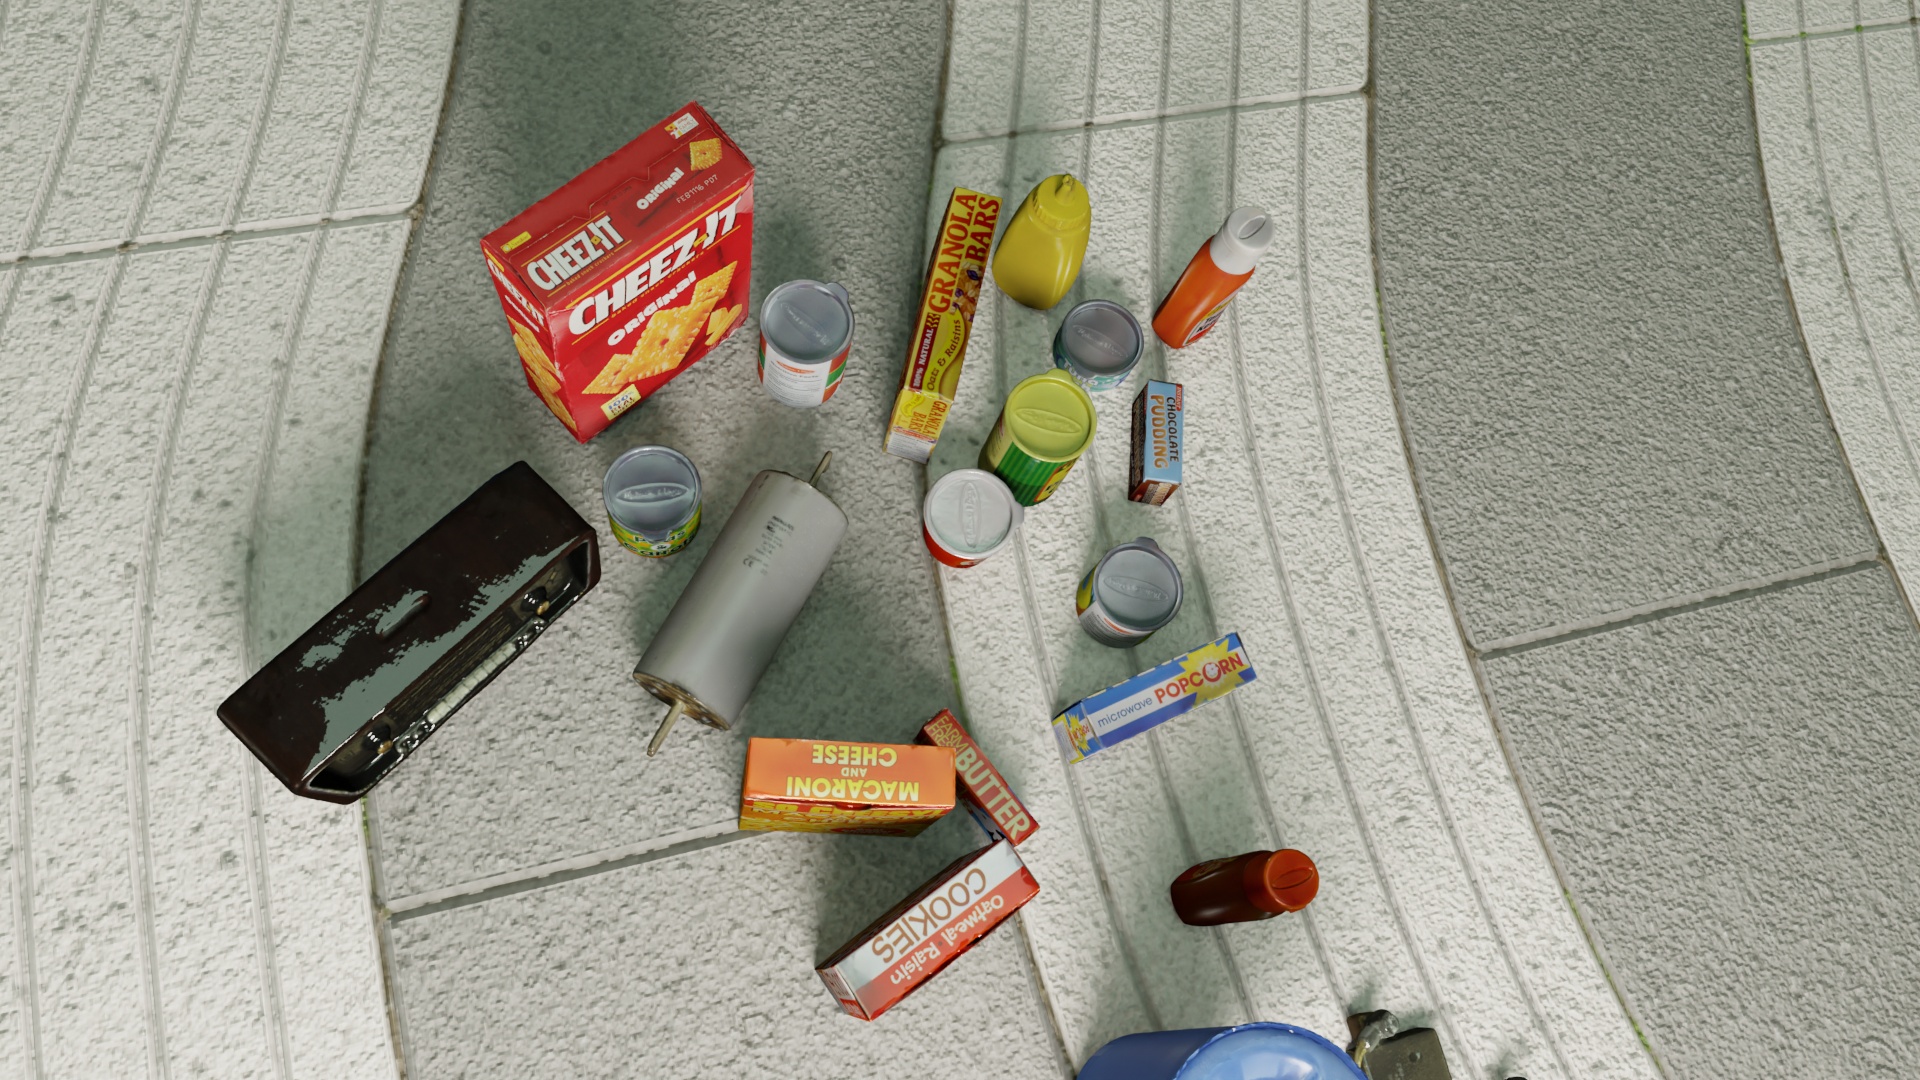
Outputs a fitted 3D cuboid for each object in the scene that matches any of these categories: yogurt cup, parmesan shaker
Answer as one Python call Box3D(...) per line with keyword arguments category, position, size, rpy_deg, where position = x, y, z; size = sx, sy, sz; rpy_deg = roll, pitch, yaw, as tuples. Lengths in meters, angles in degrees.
Box3D(category="yogurt cup", position=(0.004, -0.013, 1.006), size=(0.072, 0.053, 0.072), rpy_deg=(3, 72, -9))
Box3D(category="parmesan shaker", position=(0.055, -0.073, 1.008), size=(0.071, 0.102, 0.071), rpy_deg=(3, 72, -9))

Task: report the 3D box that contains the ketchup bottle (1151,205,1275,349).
Box3D(category="ketchup bottle", position=(0.193, -0.200, 1.050), size=(0.065, 0.148, 0.043), rpy_deg=(-41, 84, -19))

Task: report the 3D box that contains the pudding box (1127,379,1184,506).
Box3D(category="pudding box", position=(0.149, -0.074, 1.054), size=(0.030, 0.049, 0.084), rpy_deg=(7, 71, -8))

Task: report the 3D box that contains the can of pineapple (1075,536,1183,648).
Box3D(category="can of pineapple", position=(0.123, 0.039, 1.009), size=(0.071, 0.057, 0.071), rpy_deg=(3, 72, -9))

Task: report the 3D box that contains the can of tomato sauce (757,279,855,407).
Box3D(category="can of tomato sauce", position=(-0.113, -0.143, 1.012), size=(0.071, 0.083, 0.071), rpy_deg=(3, 72, -9))

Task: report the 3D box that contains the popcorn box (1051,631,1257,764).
Box3D(category="popcorn box", position=(0.134, 0.112, 0.973), size=(0.127, 0.085, 0.038), rpy_deg=(-22, 78, -16))

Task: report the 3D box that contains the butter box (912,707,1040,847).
Box3D(category="butter box", position=(0.009, 0.165, 0.950), size=(0.024, 0.053, 0.103), rpy_deg=(-36, 82, -18))

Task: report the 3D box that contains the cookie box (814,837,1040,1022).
Box3D(category="cookie box", position=(-0.024, 0.242, 0.858), size=(0.123, 0.167, 0.040), rpy_deg=(-34, 81, -18))

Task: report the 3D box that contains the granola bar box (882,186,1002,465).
Box3D(category="granola bar box", position=(-0.015, -0.154, 1.011), size=(0.039, 0.123, 0.166), rpy_deg=(15, 71, -5))

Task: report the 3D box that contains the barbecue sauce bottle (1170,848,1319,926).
Box3D(category="barbecue sauce bottle", position=(0.189, 0.227, 0.912), size=(0.065, 0.148, 0.044), rpy_deg=(-15, 76, -14))

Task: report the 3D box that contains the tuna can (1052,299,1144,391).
Box3D(category="tuna can", position=(0.105, -0.149, 1.080), size=(0.071, 0.032, 0.071), rpy_deg=(3, 72, -9))

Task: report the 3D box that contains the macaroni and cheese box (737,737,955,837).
Box3D(category="macaroni and cheese box", position=(-0.076, 0.159, 0.876), size=(0.124, 0.166, 0.040), rpy_deg=(4, 72, -9))

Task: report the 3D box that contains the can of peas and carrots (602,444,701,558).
Box3D(category="can of peas and carrots", position=(-0.213, -0.024, 0.968), size=(0.071, 0.058, 0.071), rpy_deg=(3, 72, -9))

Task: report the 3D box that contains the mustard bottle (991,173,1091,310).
Box3D(category="mustard bottle", position=(0.066, -0.228, 1.030), size=(0.065, 0.159, 0.049), rpy_deg=(31, 70, 1))
